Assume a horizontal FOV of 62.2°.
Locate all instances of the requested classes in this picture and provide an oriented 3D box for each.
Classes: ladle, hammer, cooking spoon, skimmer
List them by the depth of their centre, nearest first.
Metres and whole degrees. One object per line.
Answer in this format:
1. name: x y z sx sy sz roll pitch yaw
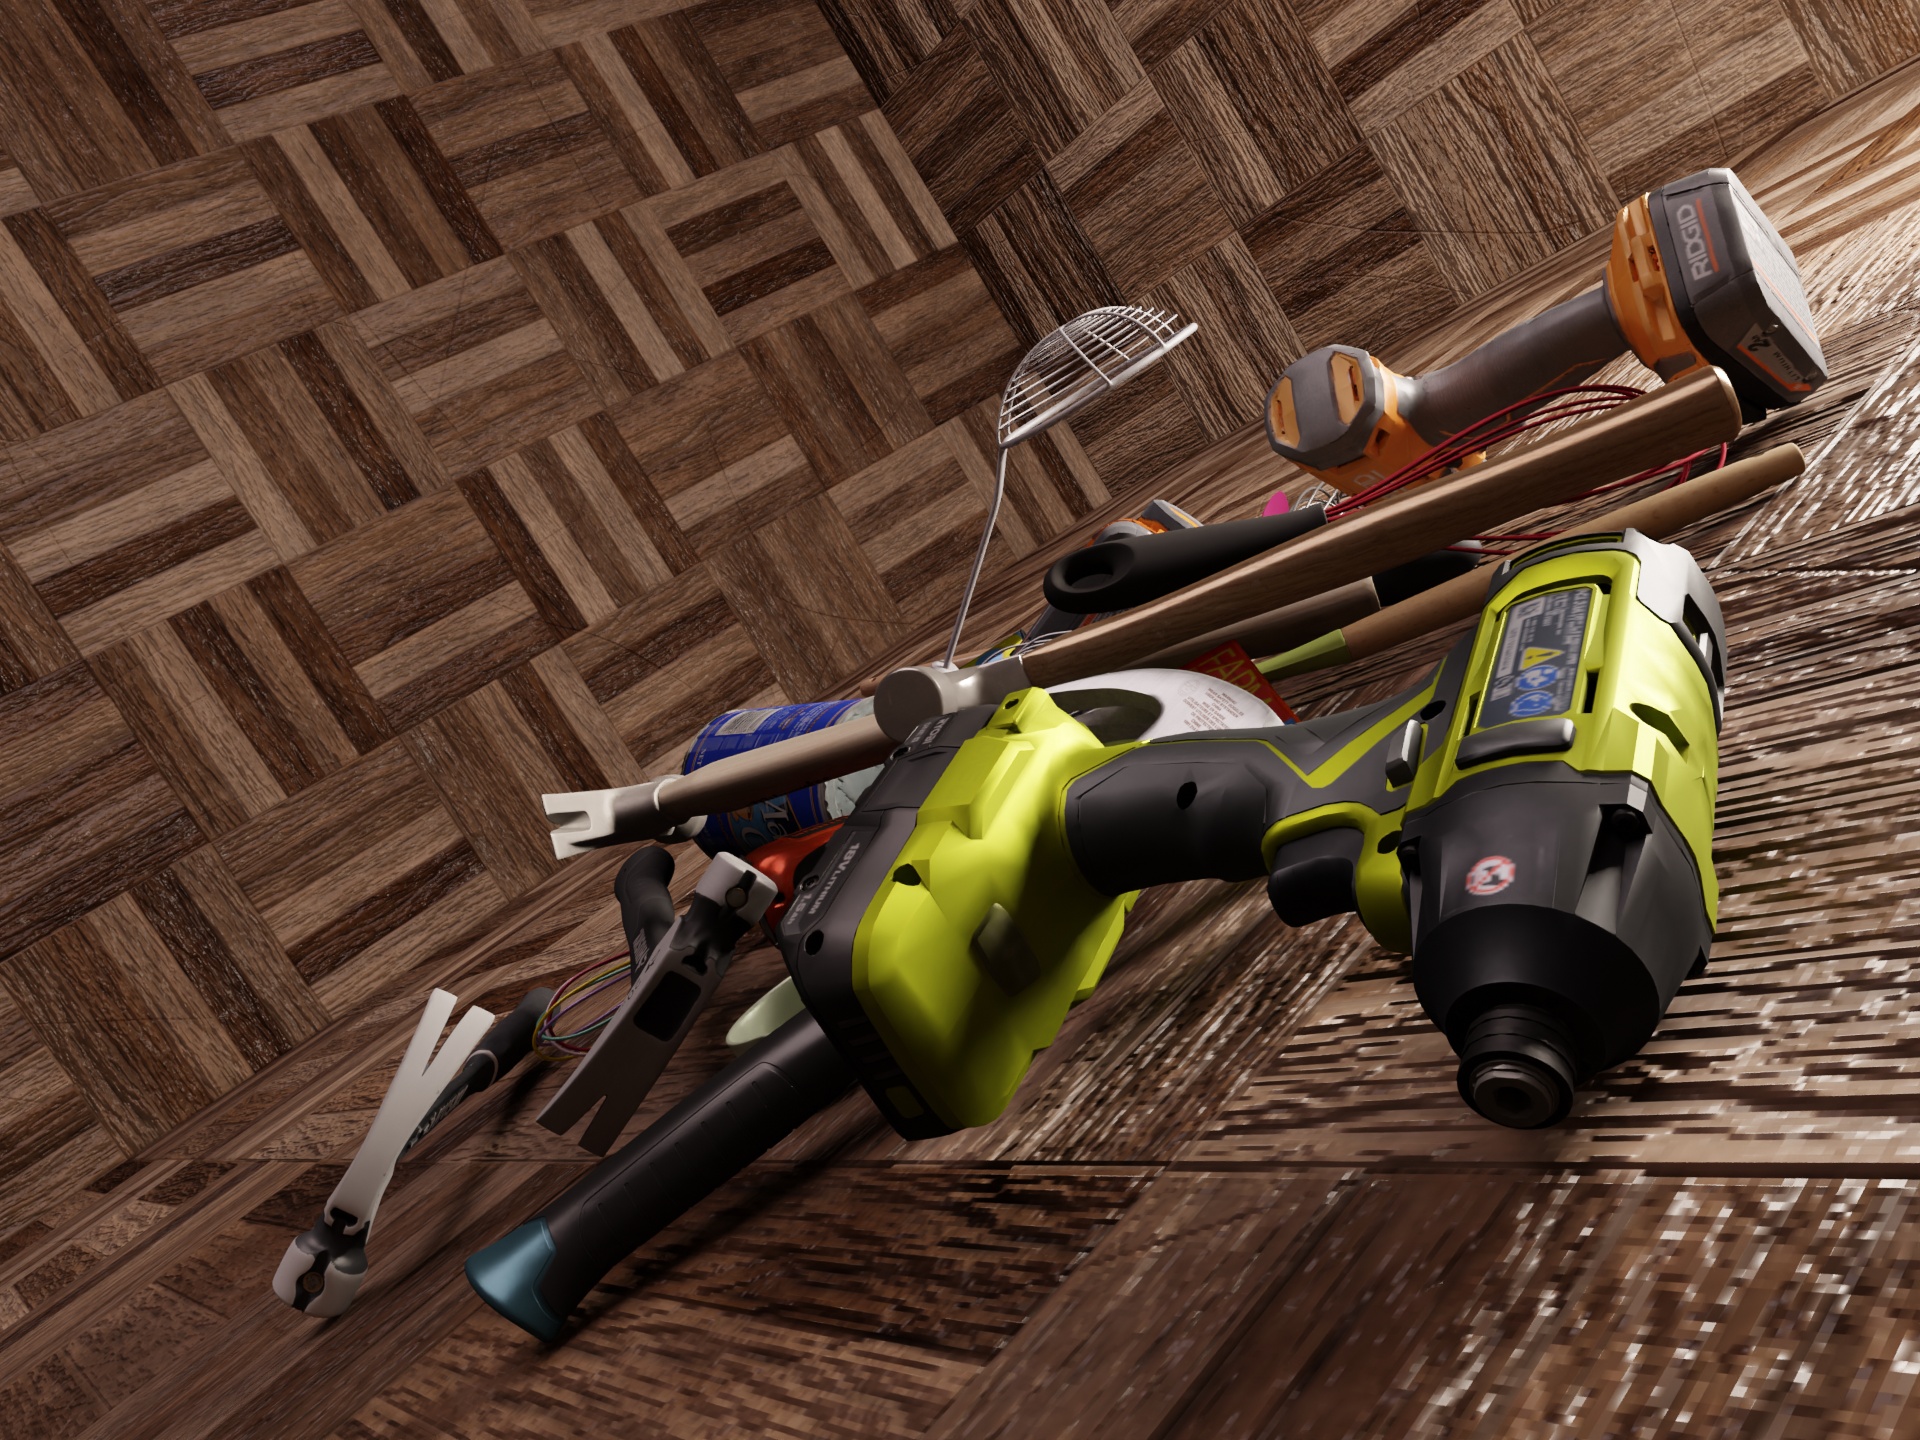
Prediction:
1. hammer: -0.026 0.097 0.541 0.331 0.033 0.128 -38 41 -4
2. hammer: 0.132 -0.058 0.629 0.331 0.031 0.130 -21 -6 22
3. ladle: 0.189 -0.030 0.656 0.320 0.062 0.078 -23 -3 13
4. hammer: -0.001 -0.002 0.775 0.410 0.038 0.146 -17 -4 14
5. hammer: -0.167 0.117 0.844 0.146 0.035 0.335 -58 13 -4
6. hammer: -0.278 0.199 0.911 0.149 0.036 0.409 -63 4 -2
7. skimmer: 0.036 -0.075 0.946 0.127 0.090 0.363 -61 -10 -70
8. cooking spoon: 0.193 -0.118 1.044 0.319 0.017 0.068 -21 -52 -71

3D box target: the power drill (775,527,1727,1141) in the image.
1. power drill: 0.069 0.038 0.401 0.223 0.080 0.171 -15 27 36

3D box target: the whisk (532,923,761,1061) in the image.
1. whisk: -0.152 0.135 0.976 0.245 0.047 0.051 -30 17 -24

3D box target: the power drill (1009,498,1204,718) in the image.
1. power drill: 0.095 -0.055 0.997 0.164 0.084 0.226 -54 -2 14

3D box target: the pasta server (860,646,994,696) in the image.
1. pasta server: 0.054 -0.061 1.210 0.316 0.040 0.060 -12 27 29

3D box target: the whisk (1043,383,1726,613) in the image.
1. whisk: 0.180 -0.089 0.700 0.296 0.073 0.073 -12 10 10

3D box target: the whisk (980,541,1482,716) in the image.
1. whisk: 0.131 -0.040 0.832 0.284 0.070 0.070 -19 10 17

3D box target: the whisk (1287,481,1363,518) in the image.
1. whisk: 0.202 -0.090 0.994 0.055 0.055 0.239 -26 14 45

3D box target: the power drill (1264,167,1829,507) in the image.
1. power drill: 0.289 -0.159 0.778 0.226 0.084 0.185 -20 -24 38

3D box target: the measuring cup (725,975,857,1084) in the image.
1. measuring cup: -0.012 0.098 0.605 0.167 0.038 0.083 -28 7 19
